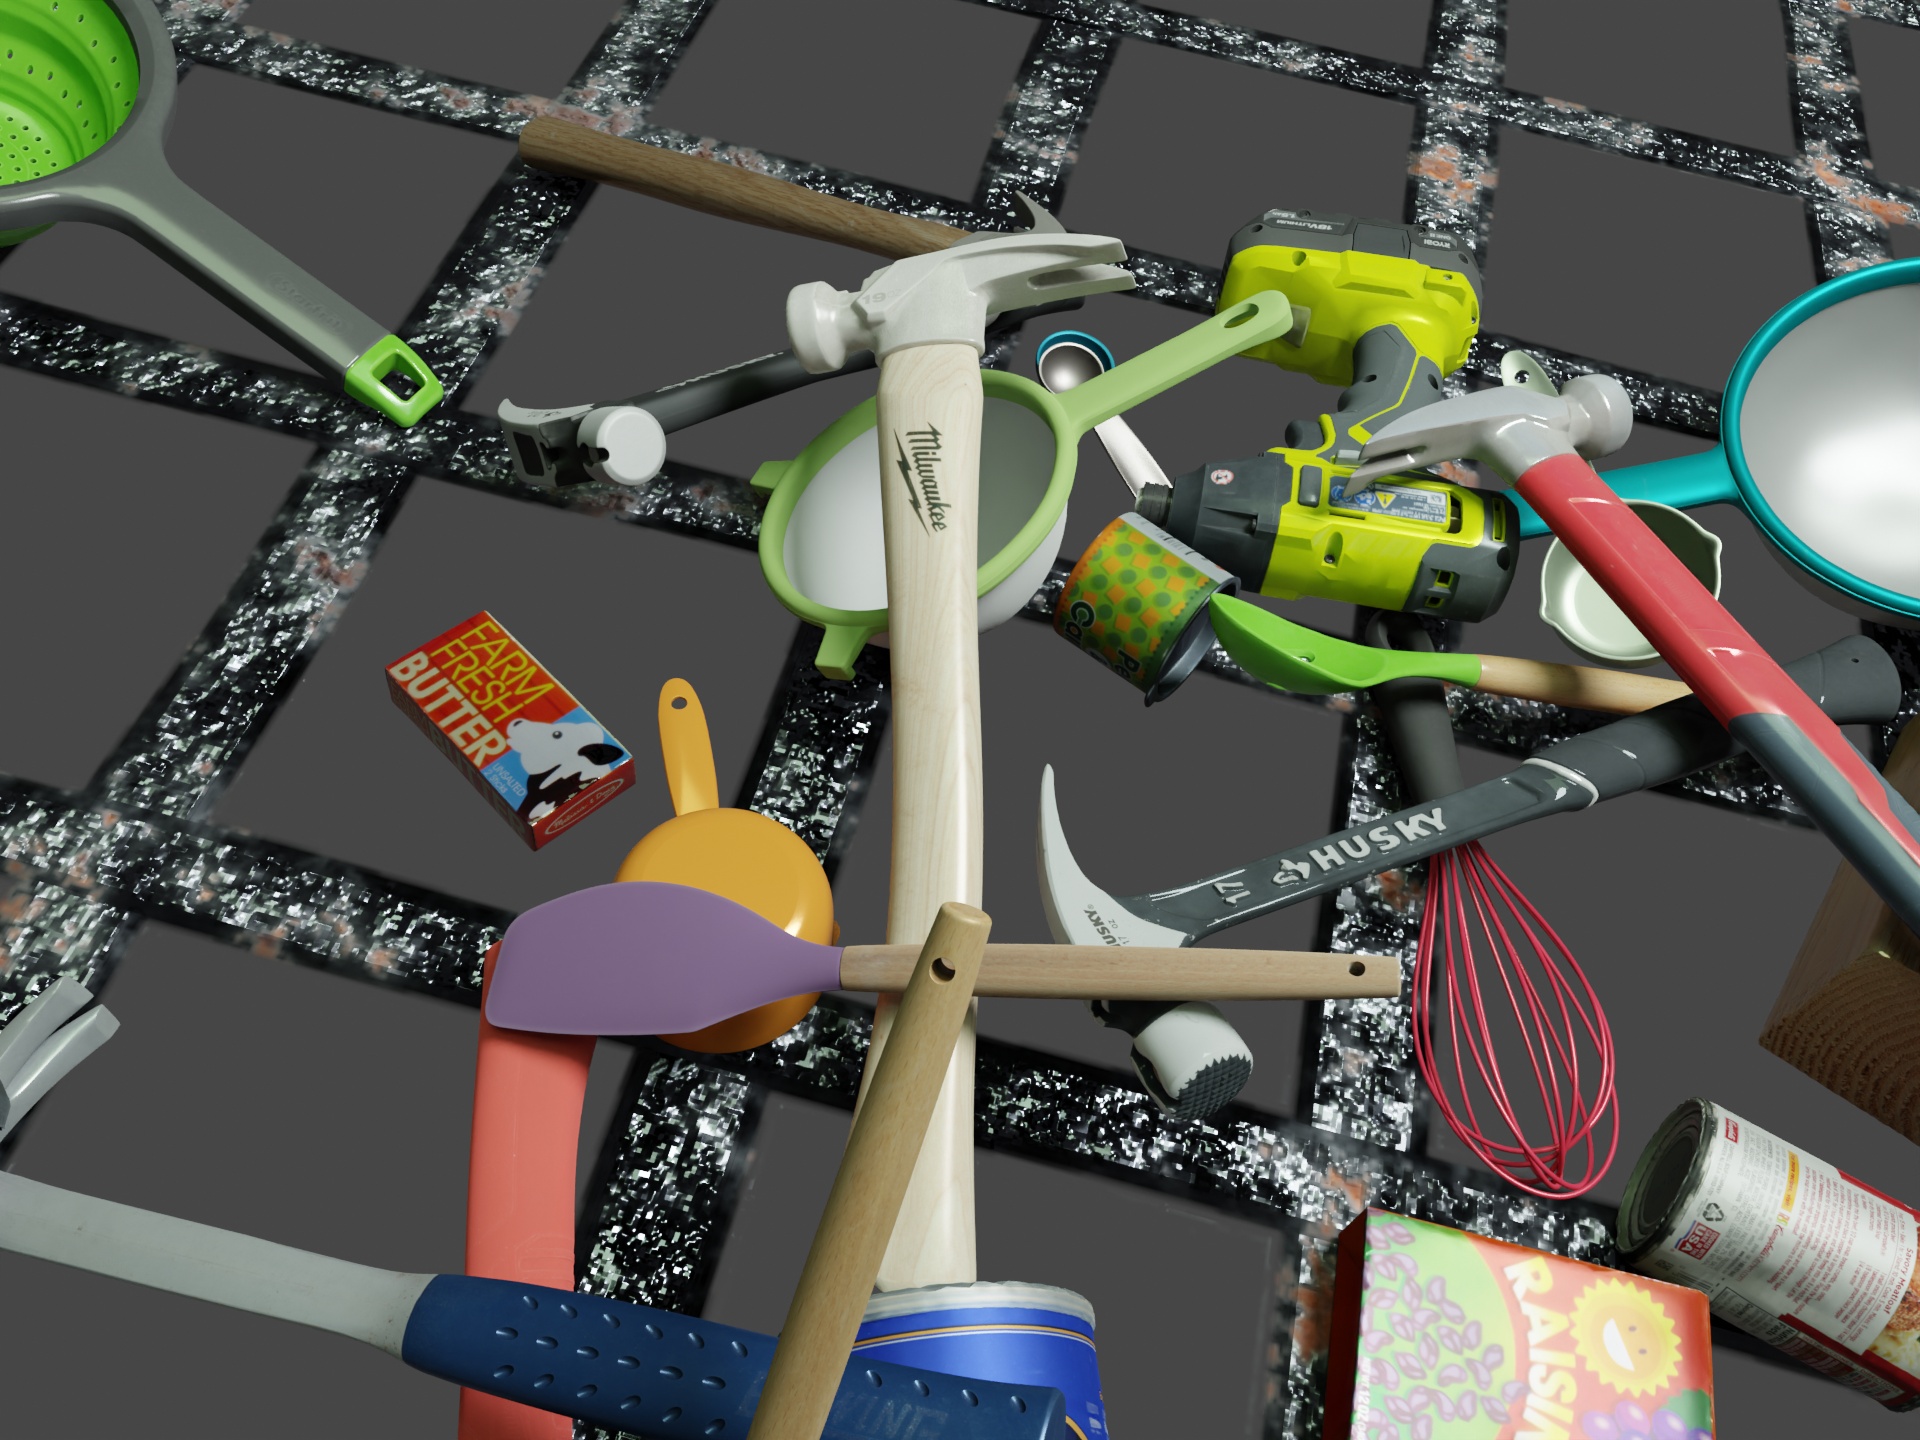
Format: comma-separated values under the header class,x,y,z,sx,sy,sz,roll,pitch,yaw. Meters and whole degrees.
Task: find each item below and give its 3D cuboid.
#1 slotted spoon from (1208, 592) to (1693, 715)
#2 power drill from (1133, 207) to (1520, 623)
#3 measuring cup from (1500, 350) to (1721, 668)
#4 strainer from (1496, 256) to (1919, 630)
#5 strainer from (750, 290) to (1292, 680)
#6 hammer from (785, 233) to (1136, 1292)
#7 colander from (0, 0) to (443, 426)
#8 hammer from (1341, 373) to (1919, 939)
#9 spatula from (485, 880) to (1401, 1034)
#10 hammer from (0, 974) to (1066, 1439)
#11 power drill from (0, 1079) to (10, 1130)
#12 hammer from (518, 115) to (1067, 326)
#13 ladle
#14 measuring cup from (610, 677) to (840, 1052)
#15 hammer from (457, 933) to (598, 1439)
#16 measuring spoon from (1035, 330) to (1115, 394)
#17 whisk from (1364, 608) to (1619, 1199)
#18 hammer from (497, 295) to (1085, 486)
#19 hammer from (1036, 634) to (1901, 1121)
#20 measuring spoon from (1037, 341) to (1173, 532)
class,x,y,z,sx,sy,sz,roll,pitch,yaw
slotted spoon,0.248,-0.017,0.704,0.313,0.031,0.070,7,24,-18
power drill,0.181,-0.153,0.786,0.171,0.080,0.223,10,53,4
measuring cup,0.297,-0.101,0.754,0.083,0.038,0.168,-25,69,16
strainer,0.421,-0.109,0.798,0.340,0.095,0.211,-9,62,11
strainer,0.036,-0.107,0.712,0.256,0.069,0.152,-27,46,3
hammer,-0.001,-0.002,0.600,0.146,0.038,0.411,-7,68,17
colander,-0.431,-0.254,0.787,0.397,0.094,0.205,36,56,-4
hammer,0.305,0.008,0.611,0.143,0.038,0.387,-16,56,-21
spatula,-0.014,0.083,0.540,0.316,0.018,0.060,-1,57,13
hammer,-0.167,0.171,0.476,0.405,0.035,0.144,6,52,18
power drill,-0.349,0.200,0.433,0.188,0.080,0.227,4,68,15
hammer,-0.094,-0.267,0.822,0.331,0.031,0.130,22,38,24
ladle,-0.052,0.195,0.380,0.078,0.062,0.320,20,98,9
measuring cup,-0.102,0.042,0.631,0.095,0.052,0.174,-8,59,-13
hammer,-0.150,0.237,0.500,0.149,0.036,0.359,-3,56,-10
measuring spoon,0.038,-0.146,0.810,0.042,0.021,0.129,29,65,3
whisk,0.208,0.060,0.662,0.073,0.073,0.296,3,48,-6
hammer,-0.066,-0.178,0.777,0.335,0.035,0.146,-27,24,-33
hammer,0.218,0.028,0.634,0.409,0.036,0.149,-16,44,-21
measuring spoon,0.078,-0.134,0.794,0.034,0.018,0.124,-30,81,-20
